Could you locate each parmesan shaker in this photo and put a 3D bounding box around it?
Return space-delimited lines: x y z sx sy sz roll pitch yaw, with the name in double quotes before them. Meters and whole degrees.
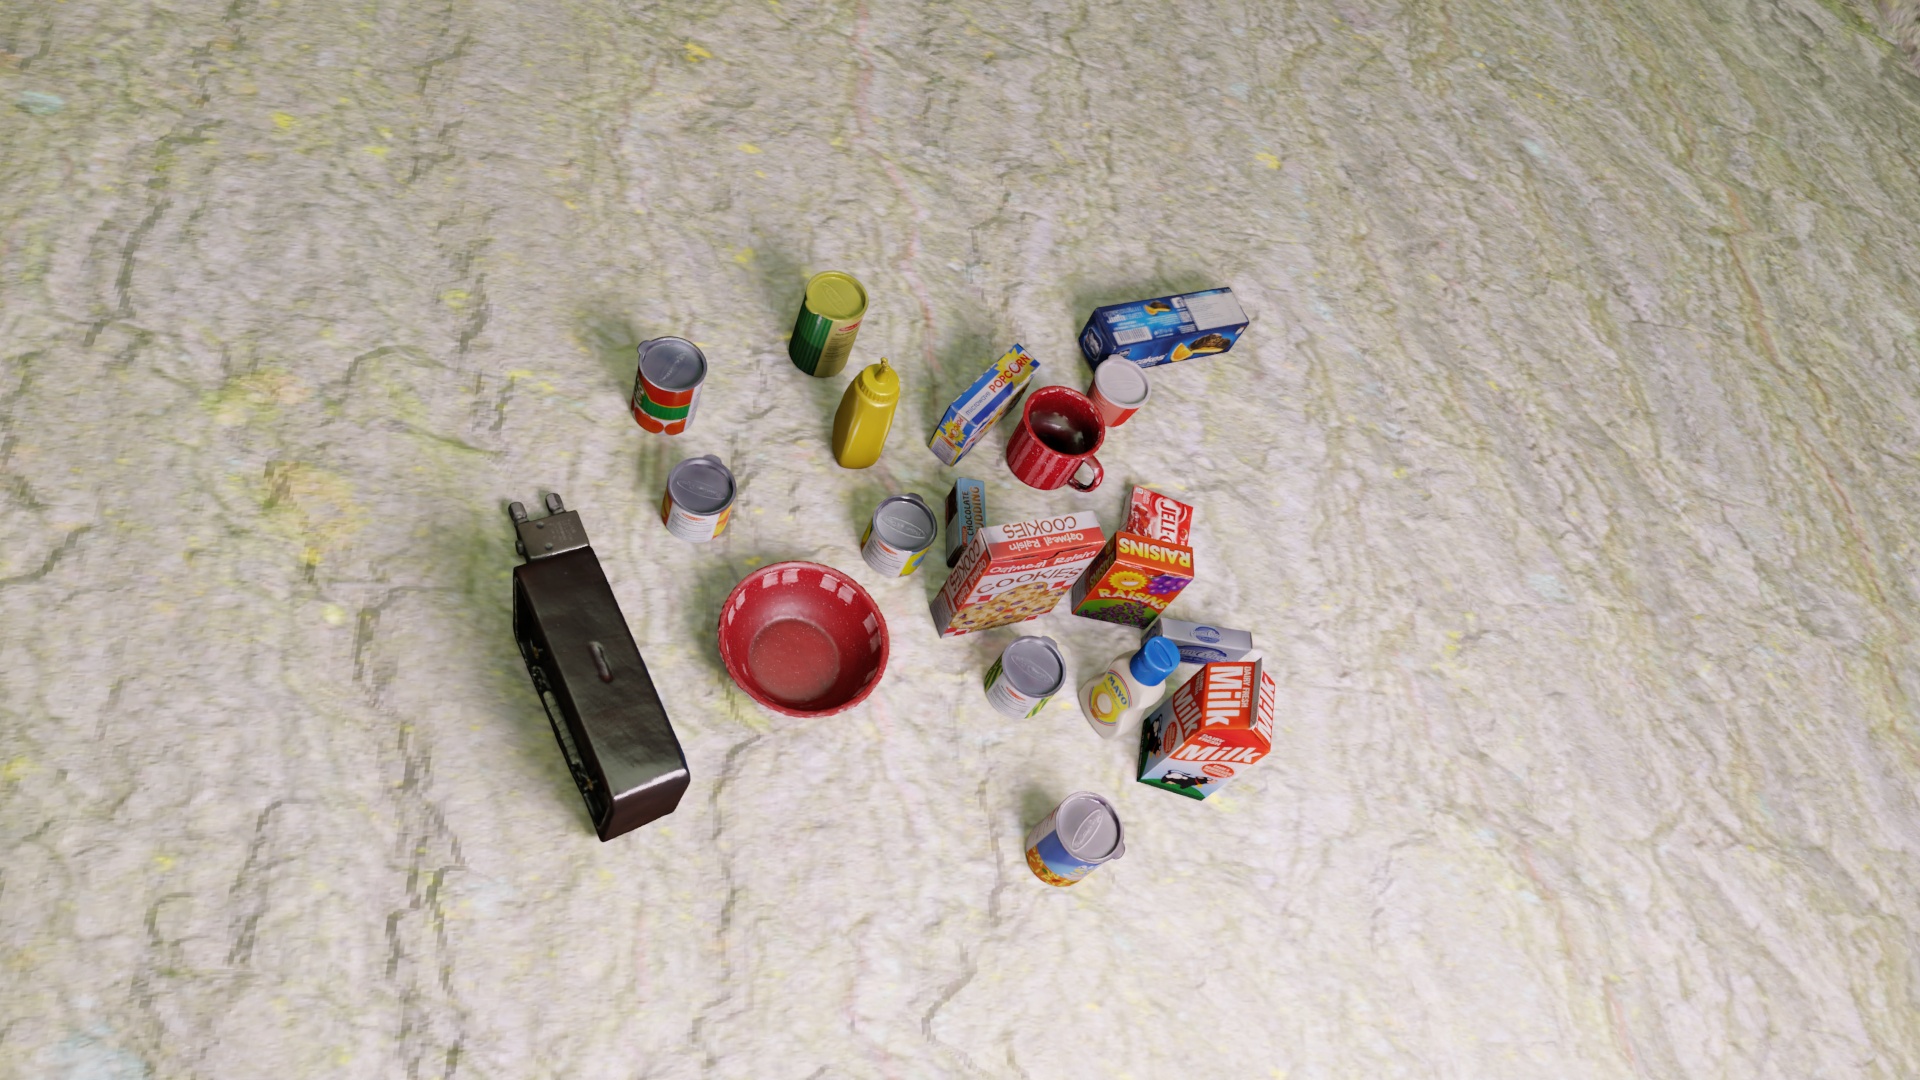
"parmesan shaker" -0.144 -0.227 1.472 0.071 0.102 0.071 9 59 -15

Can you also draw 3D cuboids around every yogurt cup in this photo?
"yogurt cup" 0.176 -0.165 1.579 0.072 0.053 0.073 9 58 -15

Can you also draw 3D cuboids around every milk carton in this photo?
"milk carton" 0.240 0.177 1.318 0.073 0.189 0.073 18 57 -9

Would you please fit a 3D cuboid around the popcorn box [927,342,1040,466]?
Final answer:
"popcorn box" 0.025 -0.145 1.495 0.038 0.084 0.127 40 56 6

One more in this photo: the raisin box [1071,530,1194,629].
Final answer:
"raisin box" 0.174 0.042 1.414 0.086 0.122 0.040 13 58 -12

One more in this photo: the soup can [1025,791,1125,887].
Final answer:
"soup can" 0.106 0.278 1.275 0.071 0.083 0.071 9 59 -15

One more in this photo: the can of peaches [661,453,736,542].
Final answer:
"can of peaches" -0.254 -0.041 1.350 0.071 0.057 0.071 9 59 -15

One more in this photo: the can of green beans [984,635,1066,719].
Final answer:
"can of green beans" 0.063 0.135 1.360 0.071 0.057 0.071 9 59 -15

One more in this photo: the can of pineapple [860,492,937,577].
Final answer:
"can of pineapple" -0.061 -0.005 1.398 0.071 0.057 0.071 9 59 -15

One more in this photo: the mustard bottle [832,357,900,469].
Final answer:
"mustard bottle" -0.092 -0.134 1.401 0.049 0.159 0.065 0 61 -20

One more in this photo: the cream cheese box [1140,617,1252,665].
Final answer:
"cream cheese box" 0.245 0.108 1.443 0.104 0.053 0.024 10 58 -14

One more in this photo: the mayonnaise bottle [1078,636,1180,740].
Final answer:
"mayonnaise bottle" 0.164 0.139 1.339 0.041 0.147 0.065 -20 70 -28

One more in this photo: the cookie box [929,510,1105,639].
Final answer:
"cookie box" 0.053 0.035 1.349 0.123 0.166 0.040 -10 65 -24

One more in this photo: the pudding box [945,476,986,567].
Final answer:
"pudding box" 0.005 -0.018 1.434 0.030 0.049 0.084 7 59 -16

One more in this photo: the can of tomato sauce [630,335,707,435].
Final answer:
"can of tomato sauce" -0.294 -0.154 1.387 0.071 0.082 0.071 9 59 -15
